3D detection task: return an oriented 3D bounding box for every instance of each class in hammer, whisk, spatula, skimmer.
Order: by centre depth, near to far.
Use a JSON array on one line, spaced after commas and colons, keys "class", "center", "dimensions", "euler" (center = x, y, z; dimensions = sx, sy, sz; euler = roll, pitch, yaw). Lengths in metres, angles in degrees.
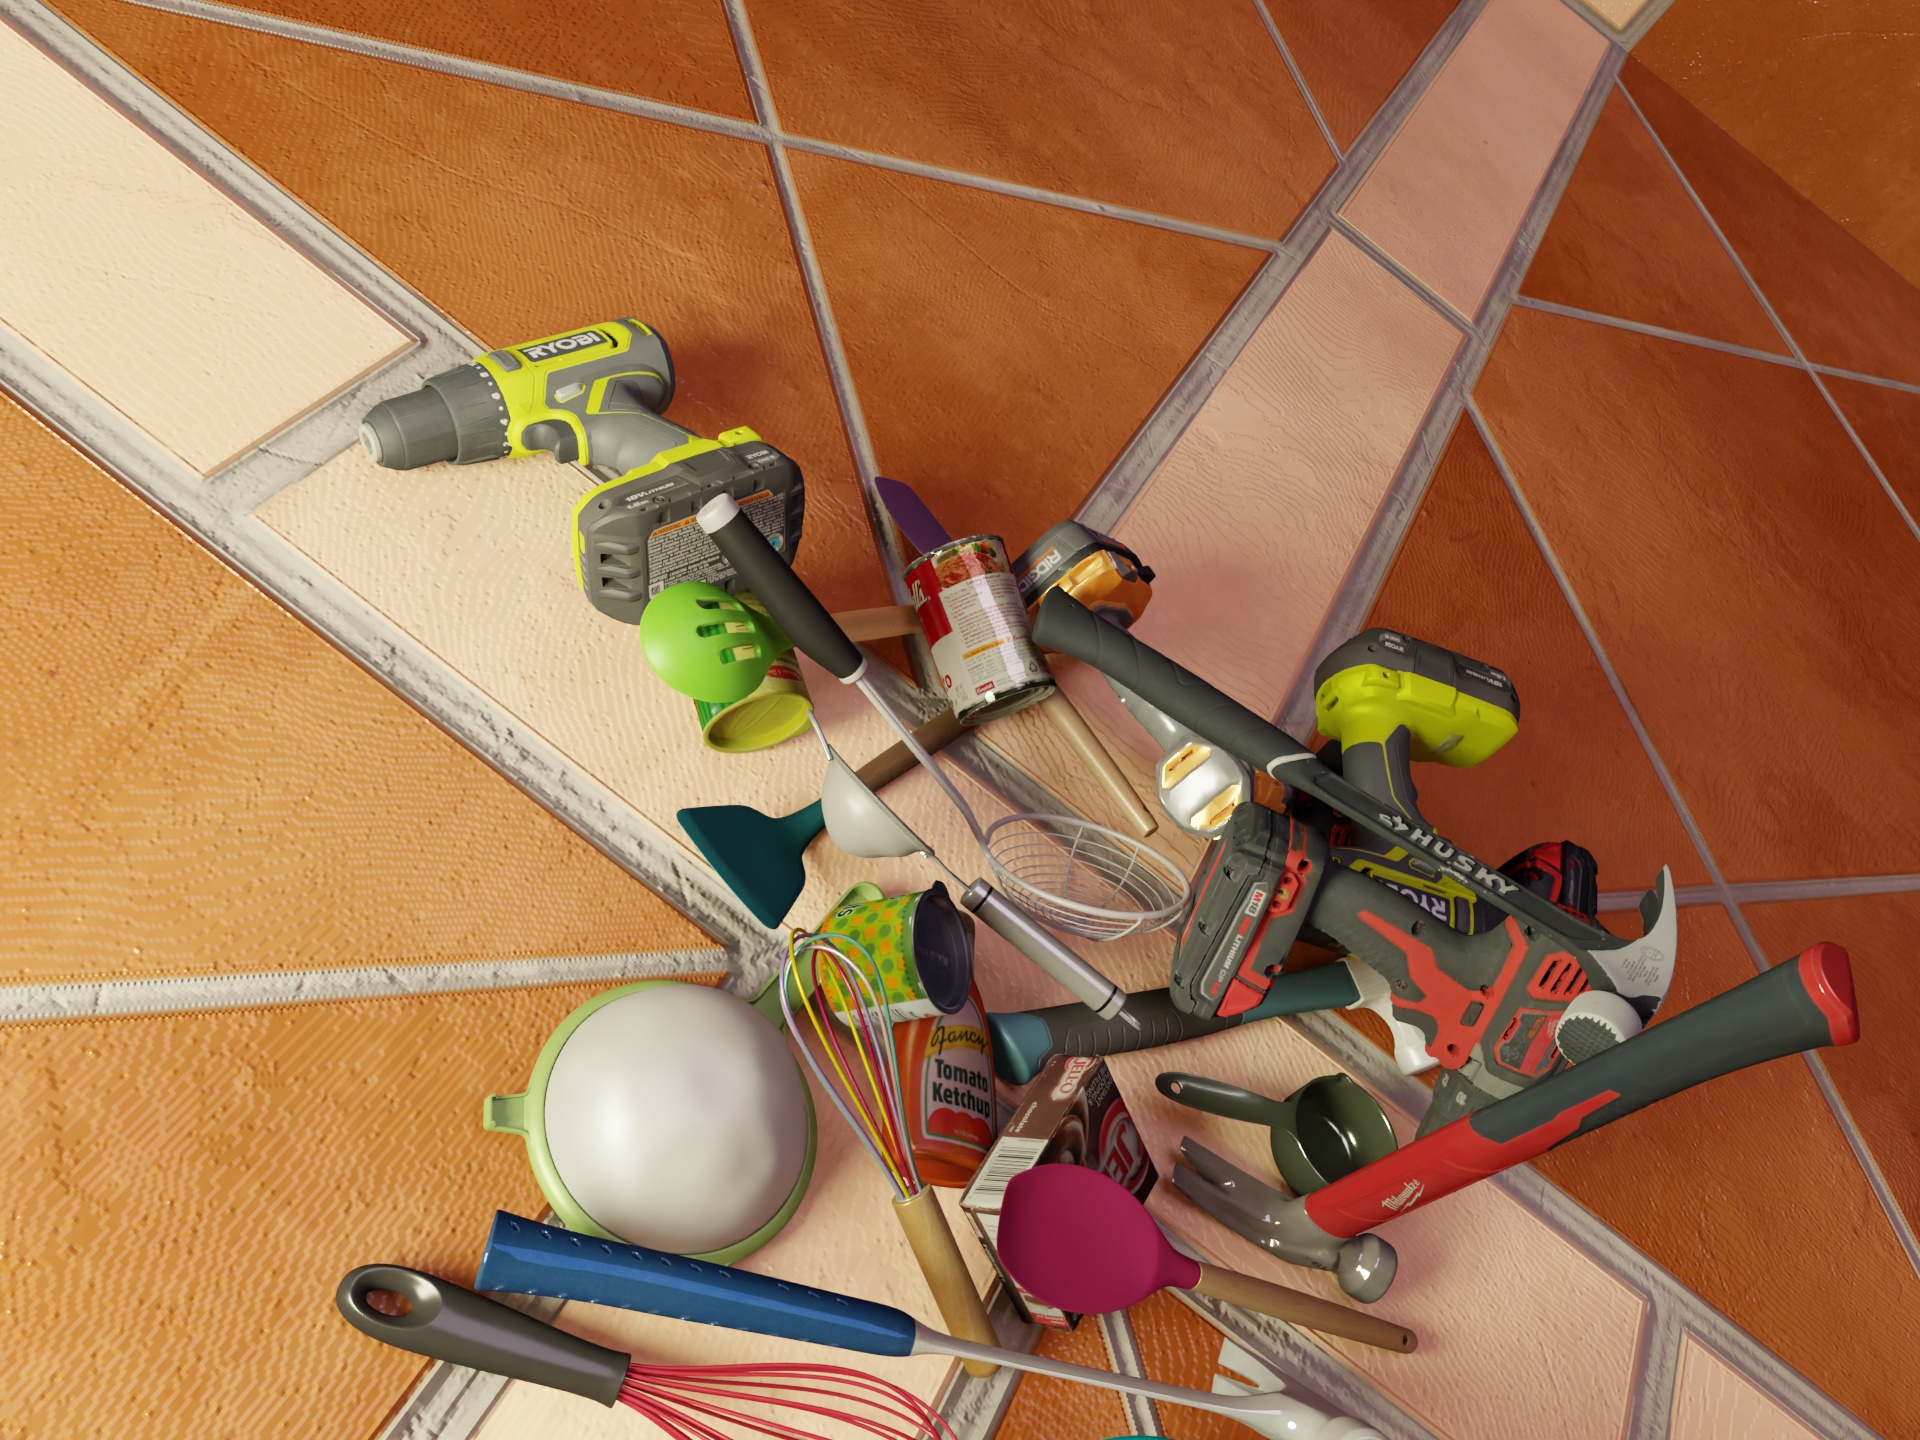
[{"class": "whisk", "center": [-0.132, 0.298, 0.705], "dimensions": [0.295, 0.073, 0.073], "euler": [22, 49, -8]}, {"class": "hammer", "center": [-0.014, 0.283, 0.726], "dimensions": [0.405, 0.144, 0.035], "euler": [16, 81, -10]}, {"class": "hammer", "center": [0.261, 0.195, 0.787], "dimensions": [0.143, 0.386, 0.038], "euler": [32, 48, -7]}, {"class": "whisk", "center": [-0.031, 0.213, 0.788], "dimensions": [0.051, 0.047, 0.245], "euler": [-25, 96, -18]}, {"class": "hammer", "center": [0.206, 0.032, 0.892], "dimensions": [0.409, 0.036, 0.149], "euler": [34, 42, 23]}, {"class": "skimmer", "center": [-0.001, -0.003, 0.902], "dimensions": [0.363, 0.090, 0.127], "euler": [50, 6, -24]}, {"class": "spatula", "center": [-0.042, 0.027, 0.960], "dimensions": [0.082, 0.044, 0.317], "euler": [49, 46, 7]}, {"class": "hammer", "center": [0.156, 0.178, 0.978], "dimensions": [0.331, 0.033, 0.128], "euler": [-3, 61, -32]}, {"class": "spatula", "center": [0.033, -0.049, 1.053], "dimensions": [0.059, 0.018, 0.316], "euler": [0, 49, -57]}]

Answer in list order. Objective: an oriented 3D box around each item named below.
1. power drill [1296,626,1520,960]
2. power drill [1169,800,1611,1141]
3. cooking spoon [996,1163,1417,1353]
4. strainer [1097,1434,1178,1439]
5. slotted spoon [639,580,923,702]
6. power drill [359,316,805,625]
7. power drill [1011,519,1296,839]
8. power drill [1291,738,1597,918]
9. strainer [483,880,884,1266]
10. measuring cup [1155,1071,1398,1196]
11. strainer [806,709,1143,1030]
[{"class": "power drill", "center": [0.301, 0.062, 1.035], "dimensions": [0.171, 0.080, 0.223], "euler": [18, 55, -10]}, {"class": "power drill", "center": [0.237, 0.162, 0.916], "dimensions": [0.226, 0.187, 0.080], "euler": [21, 23, 4]}, {"class": "cooking spoon", "center": [0.139, 0.299, 0.843], "dimensions": [0.318, 0.017, 0.069], "euler": [27, 61, -30]}, {"class": "strainer", "center": [0.017, 0.423, 0.678], "dimensions": [0.340, 0.095, 0.211], "euler": [14, 49, -20]}, {"class": "slotted spoon", "center": [-0.075, -0.056, 0.941], "dimensions": [0.313, 0.031, 0.070], "euler": [-13, 77, -61]}, {"class": "power drill", "center": [-0.216, -0.150, 0.919], "dimensions": [0.190, 0.080, 0.229], "euler": [-25, 49, -32]}, {"class": "power drill", "center": [0.137, -0.017, 1.055], "dimensions": [0.226, 0.084, 0.185], "euler": [54, 18, 18]}, {"class": "power drill", "center": [0.332, 0.099, 1.116], "dimensions": [0.219, 0.078, 0.143], "euler": [28, 48, -7]}, {"class": "strainer", "center": [-0.104, 0.157, 0.811], "dimensions": [0.151, 0.069, 0.256], "euler": [41, 48, 1]}, {"class": "measuring cup", "center": [0.182, 0.242, 0.946], "dimensions": [0.167, 0.038, 0.083], "euler": [20, 50, -16]}, {"class": "strainer", "center": [0.001, 0.094, 0.883], "dimensions": [0.258, 0.087, 0.050], "euler": [39, 87, -4]}]
